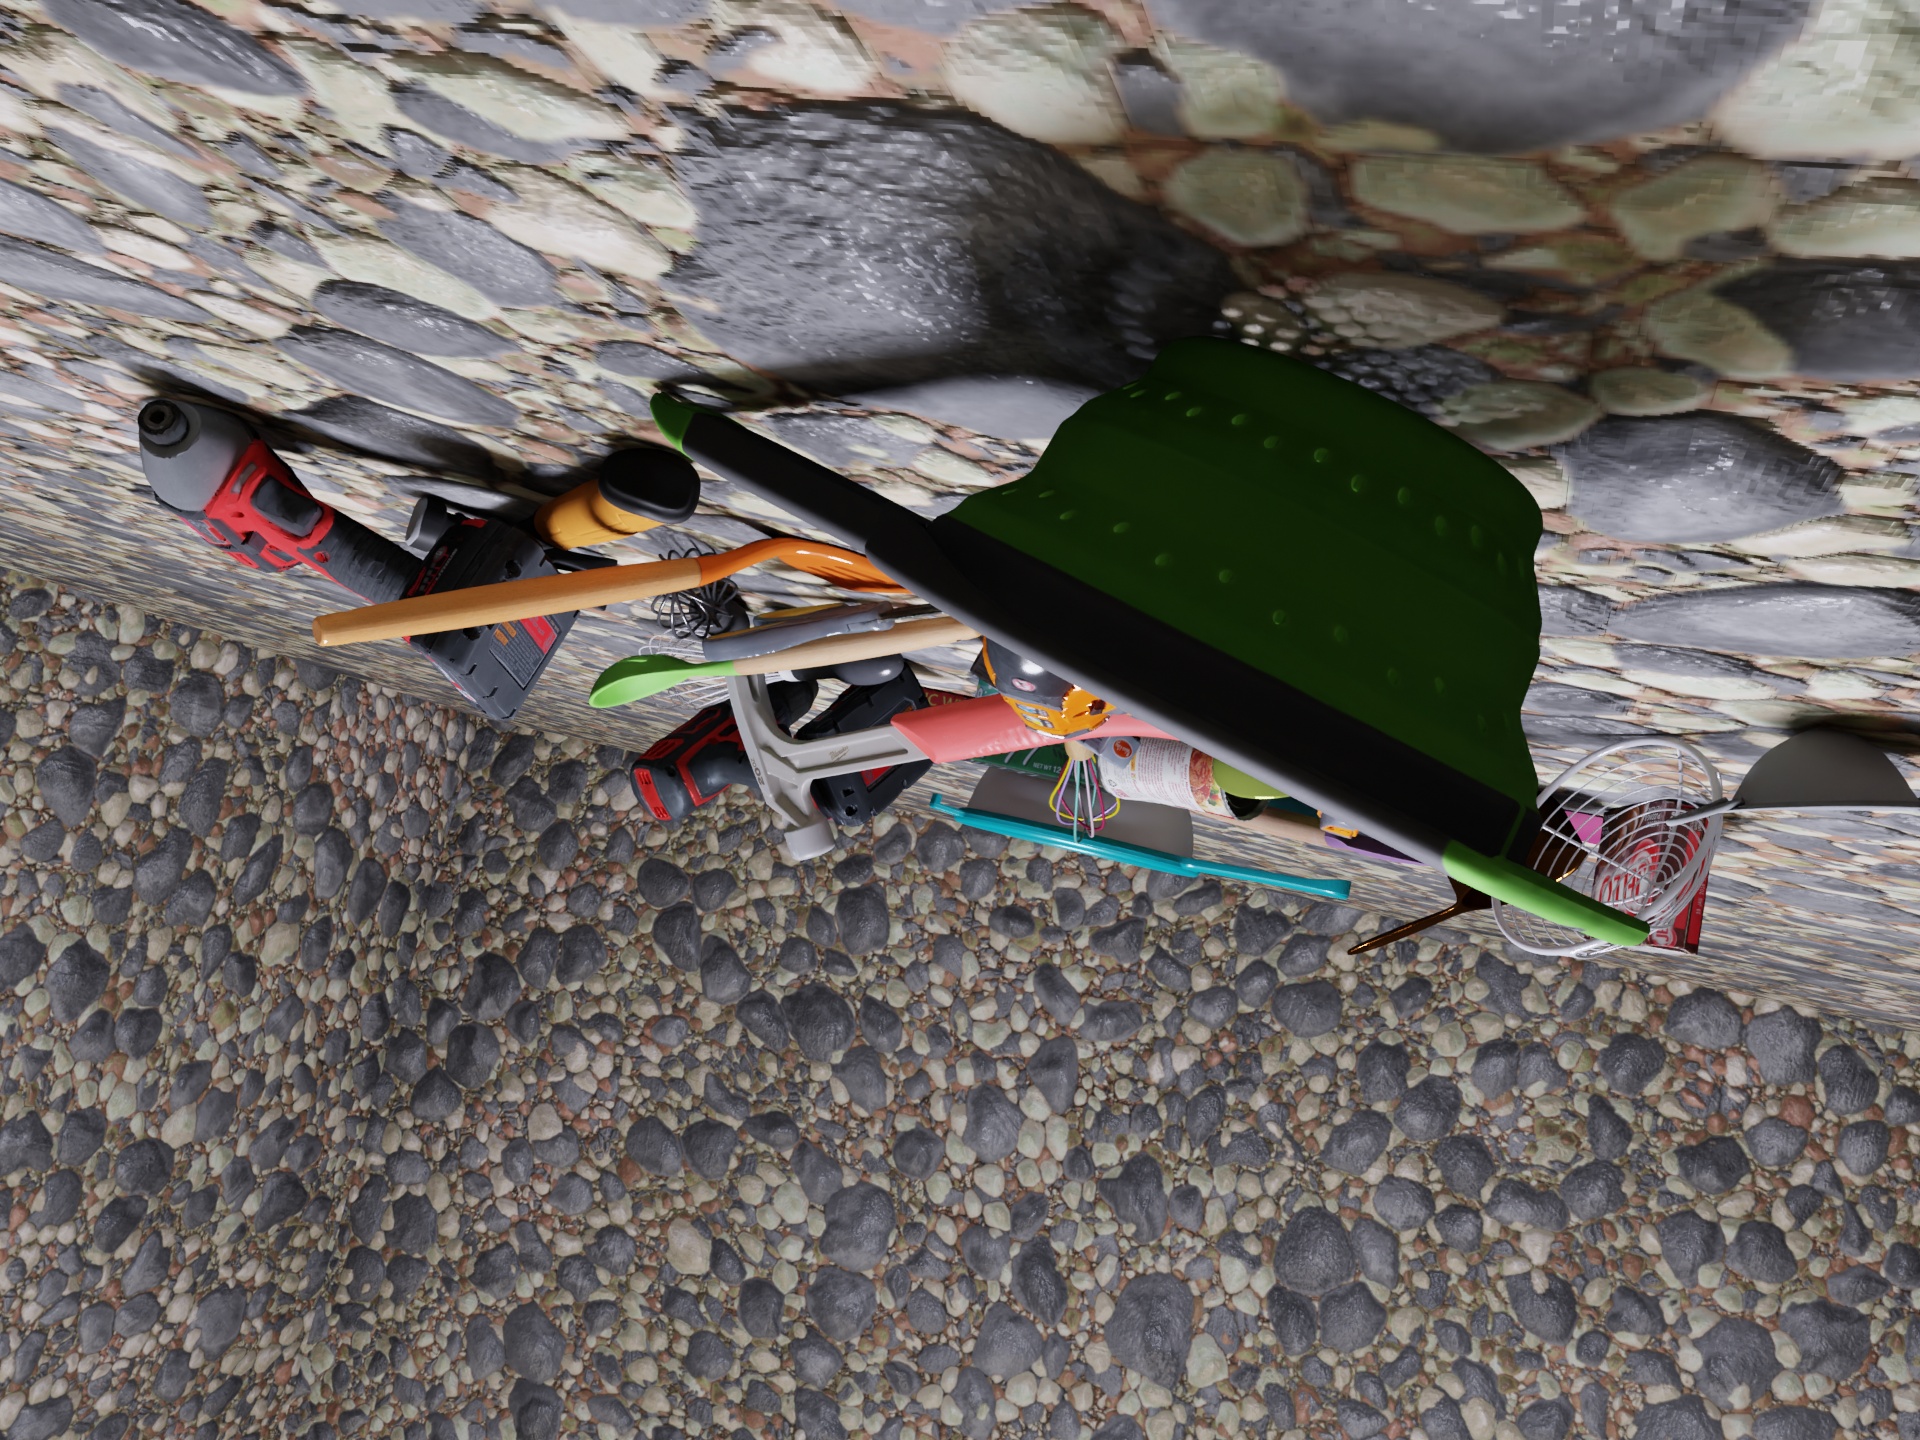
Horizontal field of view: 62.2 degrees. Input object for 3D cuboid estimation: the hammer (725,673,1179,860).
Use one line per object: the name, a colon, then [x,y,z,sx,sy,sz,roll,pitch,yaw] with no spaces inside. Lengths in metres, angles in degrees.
hammer: [-0.002,-0.003,0.965,0.359,0.149,0.036,-11,-170,41]

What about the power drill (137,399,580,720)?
power drill: [-0.321,-0.093,0.831,0.220,0.078,0.143,27,165,8]

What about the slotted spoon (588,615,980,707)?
slotted spoon: [-0.116,-0.039,0.987,0.314,0.031,0.070,-7,-179,35]

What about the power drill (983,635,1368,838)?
power drill: [0.120,-0.012,0.752,0.226,0.084,0.164,16,172,13]

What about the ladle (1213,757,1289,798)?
ladle: [0.273,0.056,1.039,0.078,0.062,0.319,10,171,46]

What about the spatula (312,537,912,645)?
spatula: [-0.148,-0.059,0.770,0.322,0.041,0.081,-14,-167,-40]

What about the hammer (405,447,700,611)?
hammer: [-0.200,-0.101,0.840,0.127,0.034,0.337,18,172,-27]

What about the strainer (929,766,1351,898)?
strainer: [0.159,0.072,1.300,0.340,0.095,0.210,9,173,32]

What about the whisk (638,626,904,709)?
whisk: [-0.141,-0.039,1.170,0.285,0.070,0.070,1,166,44]

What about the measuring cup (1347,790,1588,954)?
measuring cup: [0.328,0.102,1.068,0.173,0.052,0.095,-31,149,26]

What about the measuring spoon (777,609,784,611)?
measuring spoon: [-0.123,-0.065,1.081,0.042,0.021,0.129,0,-175,-12]

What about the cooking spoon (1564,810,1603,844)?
cooking spoon: [0.351,0.058,1.129,0.319,0.017,0.068,12,172,6]

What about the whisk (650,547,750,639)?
whisk: [-0.153,-0.070,0.980,0.055,0.055,0.239,14,178,0]

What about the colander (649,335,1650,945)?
colander: [0.032,-0.070,0.478,0.397,0.094,0.204,32,-173,41]

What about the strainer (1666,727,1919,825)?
strainer: [0.439,0.036,0.675,0.258,0.050,0.087,6,178,11]

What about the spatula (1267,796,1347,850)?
spatula: [0.255,0.069,1.151,0.082,0.044,0.317,15,179,0]

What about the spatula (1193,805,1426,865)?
spatula: [0.223,0.069,0.998,0.059,0.018,0.316,2,-177,-21]

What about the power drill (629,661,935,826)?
power drill: [-0.121,0.009,1.207,0.227,0.080,0.188,-3,-153,42]

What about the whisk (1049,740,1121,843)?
whisk: [0.082,0.029,1.117,0.047,0.051,0.244,29,162,19]

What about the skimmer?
skimmer: [0.211,0.019,0.847,0.363,0.127,0.090,23,162,32]
